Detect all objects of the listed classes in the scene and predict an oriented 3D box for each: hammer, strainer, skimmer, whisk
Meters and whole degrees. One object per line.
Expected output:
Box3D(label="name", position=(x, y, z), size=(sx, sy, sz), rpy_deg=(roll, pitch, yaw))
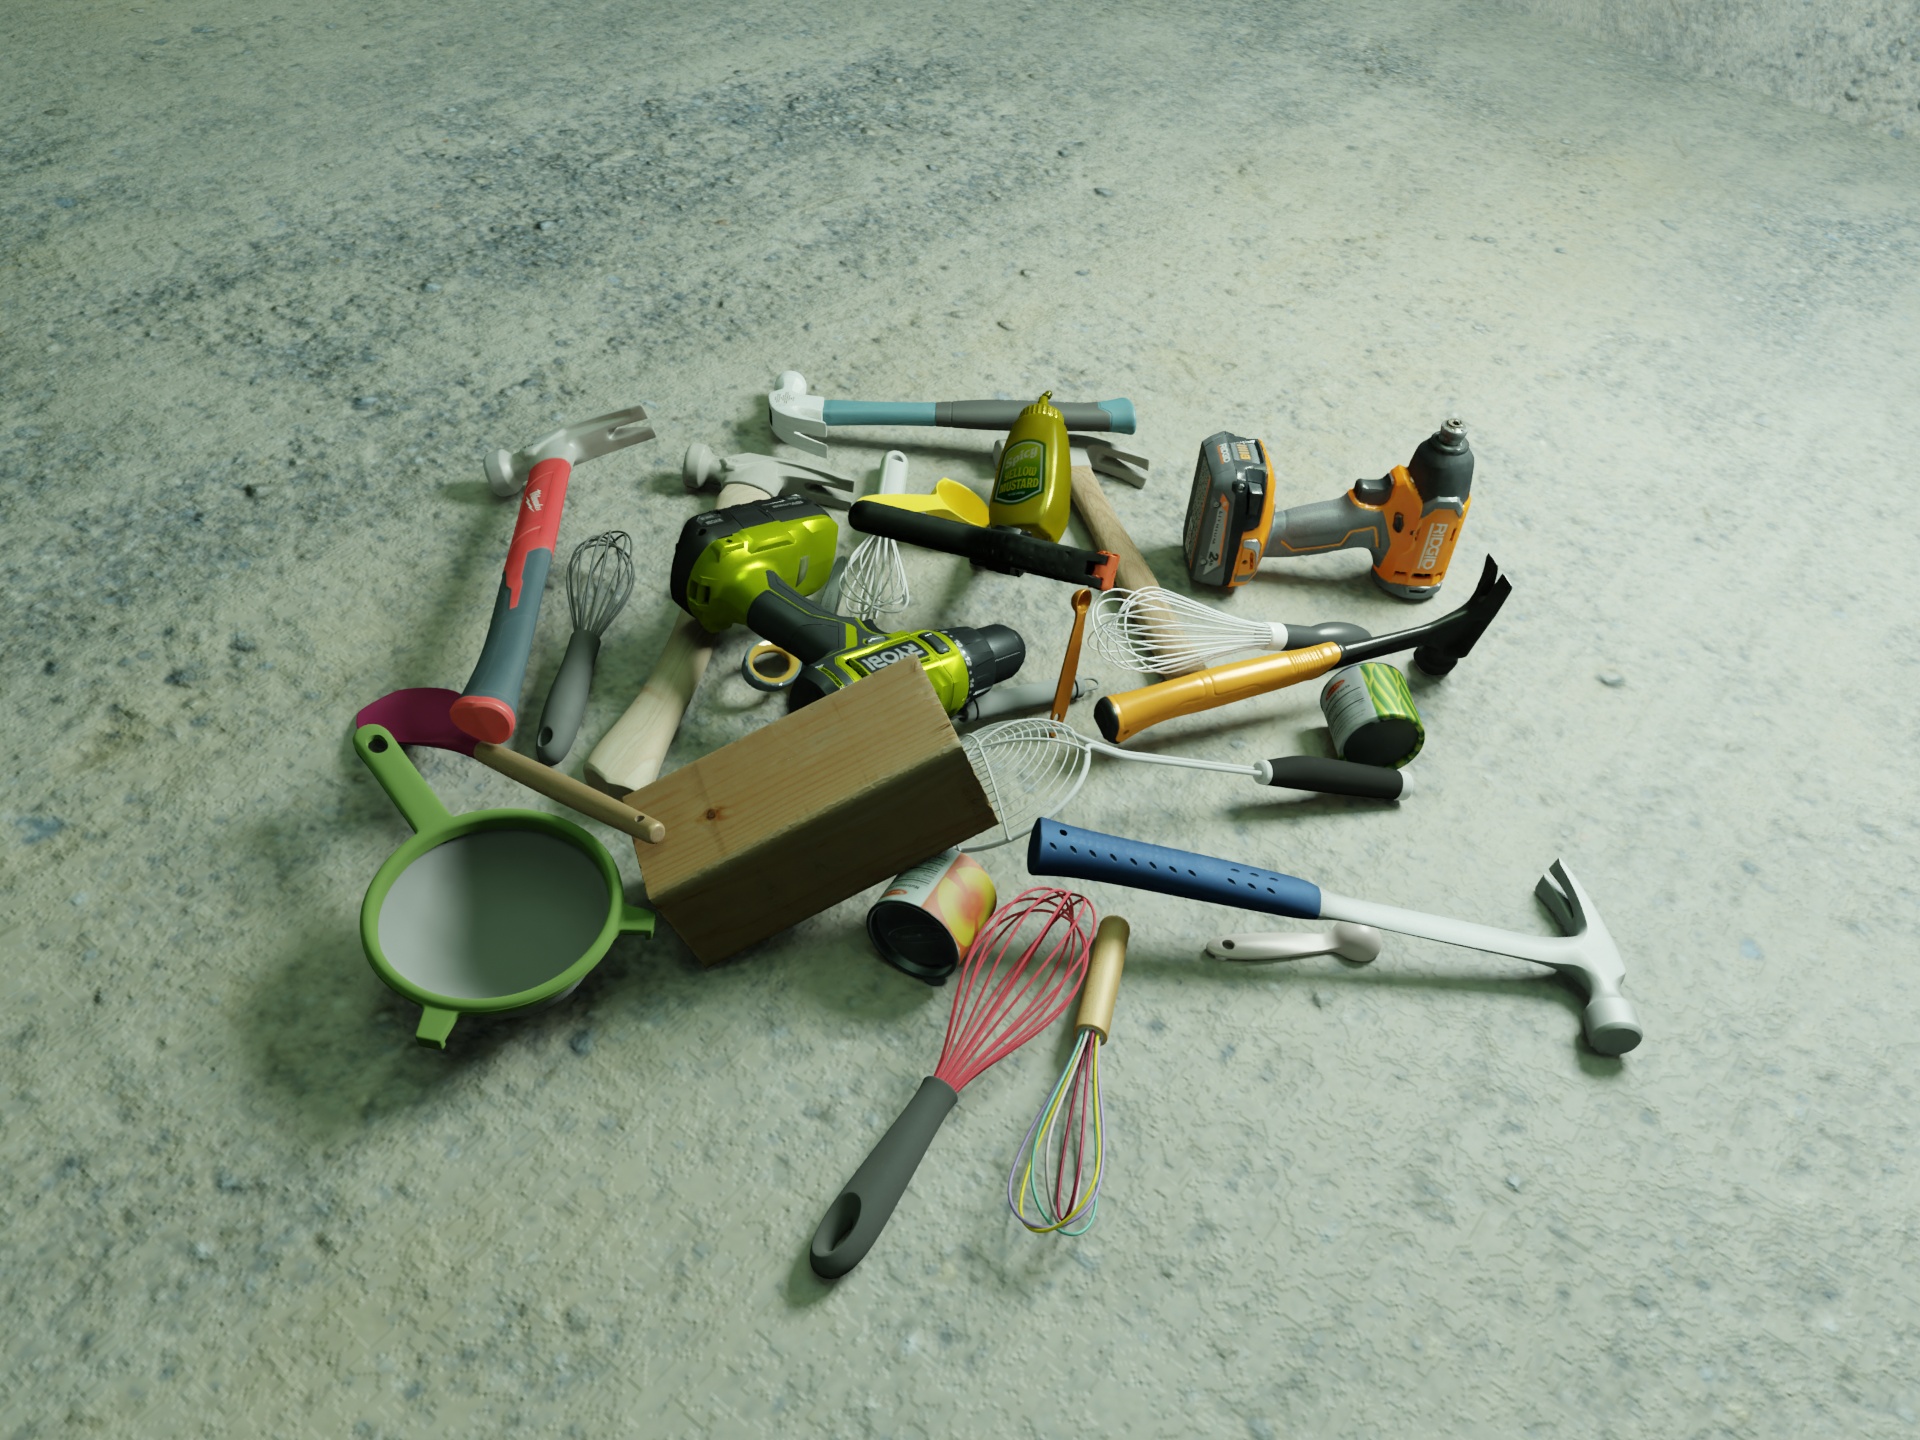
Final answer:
Box3D(label="hammer", position=(0.257, -0.044, 1.204), size=(0.337, 0.127, 0.034), rpy_deg=(-15, 62, -18))
Box3D(label="hammer", position=(0.136, -0.144, 1.349), size=(0.130, 0.031, 0.332), rpy_deg=(-7, 45, -16))
Box3D(label="strainer", position=(-0.002, -0.004, 1.170), size=(0.258, 0.050, 0.087), rpy_deg=(-12, 40, -29))
Box3D(label="hammer", position=(-0.307, -0.118, 1.178), size=(0.143, 0.038, 0.387), rpy_deg=(-17, 37, 7))
Box3D(label="hammer", position=(-0.009, -0.276, 1.431), size=(0.331, 0.033, 0.128), rpy_deg=(1, 34, 1))
Box3D(label="strainer", position=(-0.311, 0.099, 0.987), size=(0.151, 0.069, 0.257), rpy_deg=(-27, 53, -29))
Box3D(label="hammer", position=(-0.190, -0.081, 1.226), size=(0.146, 0.038, 0.411), rpy_deg=(11, 43, 1))
Box3D(label="skimmer", position=(0.153, 0.057, 1.134), size=(0.363, 0.090, 0.127), rpy_deg=(6, 21, -18))
Box3D(label="whisk", position=(0.078, 0.206, 0.956), size=(0.051, 0.047, 0.245), rpy_deg=(28, 39, -5))
Box3D(label="hammer", position=(0.243, 0.118, 1.047), size=(0.405, 0.035, 0.144), rpy_deg=(12, 42, -7))
Box3D(label="whisk", position=(0.216, -0.067, 1.230), size=(0.284, 0.070, 0.070), rpy_deg=(0, 41, -33))
Box3D(label="whisk", position=(-0.001, 0.202, 0.936), size=(0.073, 0.073, 0.296), rpy_deg=(25, 51, 17))
Box3D(label="whisk", position=(-0.063, -0.159, 1.323), size=(0.057, 0.059, 0.247), rpy_deg=(16, 37, -9))
Box3D(label="whisk", position=(-0.282, -0.058, 1.181), size=(0.055, 0.055, 0.239), rpy_deg=(6, 47, -3))

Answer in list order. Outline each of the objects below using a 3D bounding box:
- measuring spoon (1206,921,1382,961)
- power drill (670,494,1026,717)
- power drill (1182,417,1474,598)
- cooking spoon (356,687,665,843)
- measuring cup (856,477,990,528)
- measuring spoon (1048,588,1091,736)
Box3D(label="measuring spoon", position=(0.224, 0.145, 1.061), size=(0.124, 0.018, 0.034), rpy_deg=(-2, 44, -12))
Box3D(label="power drill", position=(-0.082, -0.072, 1.144), size=(0.190, 0.080, 0.229), rpy_deg=(-21, 48, -40))
Box3D(label="power drill", position=(0.311, -0.183, 1.324), size=(0.226, 0.164, 0.084), rpy_deg=(2, 43, -4))
Box3D(label="cooking spoon", position=(-0.298, 0.027, 1.042), size=(0.319, 0.017, 0.069), rpy_deg=(19, 41, 38))
Box3D(label="measuring cup", position=(-0.036, -0.170, 1.314), size=(0.156, 0.029, 0.062), rpy_deg=(-10, 56, -48))
Box3D(label="measuring spoon", position=(0.077, -0.043, 1.174), size=(0.011, 0.117, 0.021), rpy_deg=(24, 23, 32))
